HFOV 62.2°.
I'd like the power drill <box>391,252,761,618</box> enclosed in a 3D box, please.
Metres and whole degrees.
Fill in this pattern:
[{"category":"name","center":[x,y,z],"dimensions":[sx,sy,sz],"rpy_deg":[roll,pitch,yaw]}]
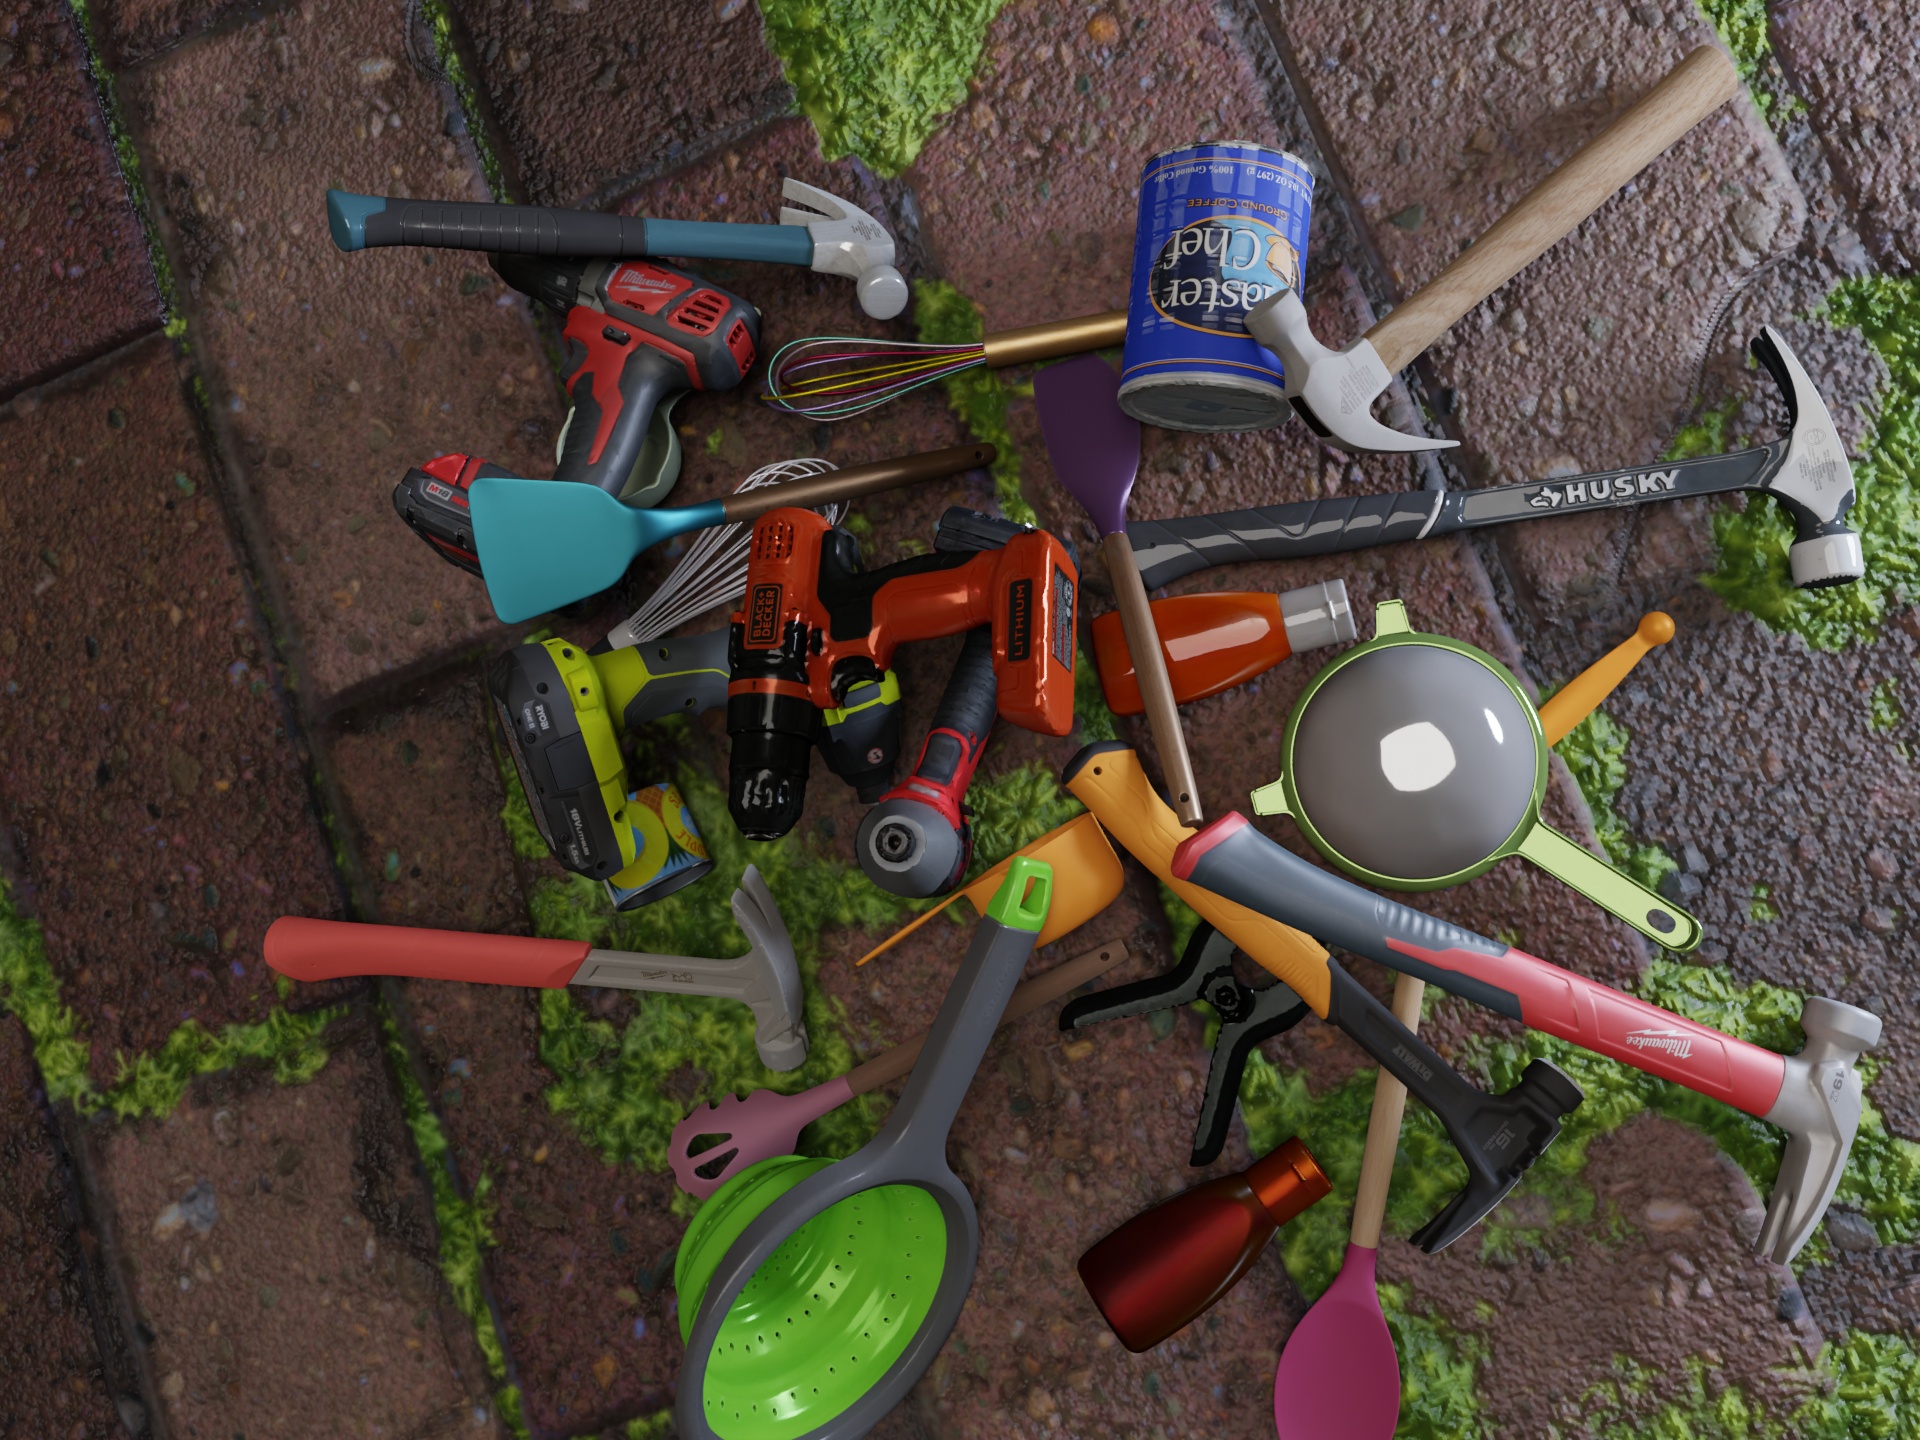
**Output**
[{"category":"power drill","center":[-0.251,-0.197,0.976],"dimensions":[0.188,0.080,0.227],"rpy_deg":[25,76,14]}]

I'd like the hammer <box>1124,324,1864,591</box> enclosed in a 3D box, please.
[{"category":"hammer","center":[0.294,-0.128,0.926],"dimensions":[0.409,0.036,0.149],"rpy_deg":[-6,83,11]}]

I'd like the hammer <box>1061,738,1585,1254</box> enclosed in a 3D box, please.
[{"category":"hammer","center":[0.182,0.140,0.888],"dimensions":[0.337,0.034,0.127],"rpy_deg":[43,85,3]}]

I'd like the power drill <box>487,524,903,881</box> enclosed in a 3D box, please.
[{"category":"power drill","center":[-0.144,-0.001,0.928],"dimensions":[0.223,0.080,0.171],"rpy_deg":[-21,109,-21]}]

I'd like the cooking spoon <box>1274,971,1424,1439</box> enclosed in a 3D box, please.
[{"category":"cooking spoon","center":[0.235,0.274,0.908],"dimensions":[0.069,0.017,0.319],"rpy_deg":[10,87,18]}]

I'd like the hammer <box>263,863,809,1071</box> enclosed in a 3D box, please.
[{"category":"hammer","center":[-0.272,0.142,0.979],"dimensions":[0.359,0.037,0.149],"rpy_deg":[2,129,16]}]

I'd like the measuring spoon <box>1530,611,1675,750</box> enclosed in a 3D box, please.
[{"category":"measuring spoon","center":[0.364,-0.020,0.913],"dimensions":[0.117,0.011,0.021],"rpy_deg":[-43,79,5]}]

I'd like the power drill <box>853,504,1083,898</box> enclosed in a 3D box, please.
[{"category":"power drill","center":[-0.001,-0.003,0.917],"dimensions":[0.078,0.143,0.220],"rpy_deg":[18,86,9]}]

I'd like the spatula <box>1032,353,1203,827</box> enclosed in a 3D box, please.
[{"category":"spatula","center":[0.098,-0.085,0.929],"dimensions":[0.060,0.018,0.316],"rpy_deg":[-15,66,9]}]

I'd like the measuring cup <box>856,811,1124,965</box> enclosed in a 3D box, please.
[{"category":"measuring cup","center":[0.018,0.119,0.936],"dimensions":[0.173,0.095,0.052],"rpy_deg":[-34,87,16]}]

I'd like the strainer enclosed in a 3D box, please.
[{"category":"strainer","center":[0.298,0.052,0.886],"dimensions":[0.256,0.069,0.151],"rpy_deg":[35,95,14]}]

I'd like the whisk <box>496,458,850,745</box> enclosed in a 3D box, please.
[{"category":"whisk","center":[-0.185,-0.070,1.006],"dimensions":[0.284,0.070,0.070],"rpy_deg":[-37,79,11]}]

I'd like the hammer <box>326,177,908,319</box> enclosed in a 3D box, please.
[{"category":"hammer","center":[-0.203,-0.290,0.952],"dimensions":[0.331,0.033,0.128],"rpy_deg":[-1,42,-16]}]

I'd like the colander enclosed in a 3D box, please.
[{"category":"colander","center":[-0.061,0.244,0.900],"dimensions":[0.095,0.204,0.397],"rpy_deg":[29,97,43]}]

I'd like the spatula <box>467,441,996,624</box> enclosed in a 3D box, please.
[{"category":"spatula","center":[-0.121,-0.129,0.934],"dimensions":[0.317,0.044,0.082],"rpy_deg":[-16,102,-26]}]

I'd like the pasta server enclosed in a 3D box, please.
[{"category":"pasta server","center":[-0.041,0.208,0.965],"dimensions":[0.316,0.040,0.060],"rpy_deg":[-27,80,3]}]

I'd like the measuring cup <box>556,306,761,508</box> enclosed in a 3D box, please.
[{"category":"measuring cup","center":[-0.186,-0.201,1.027],"dimensions":[0.083,0.038,0.167],"rpy_deg":[41,82,17]}]

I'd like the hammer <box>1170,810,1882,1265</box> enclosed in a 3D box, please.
[{"category":"hammer","center":[0.291,0.156,0.855],"dimensions":[0.386,0.038,0.143],"rpy_deg":[22,84,0]}]

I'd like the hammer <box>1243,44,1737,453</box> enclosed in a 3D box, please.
[{"category":"hammer","center":[0.316,-0.271,0.899],"dimensions":[0.331,0.031,0.130],"rpy_deg":[-40,105,-8]}]

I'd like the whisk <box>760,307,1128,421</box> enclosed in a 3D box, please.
[{"category":"whisk","center":[-0.006,-0.227,0.992],"dimensions":[0.245,0.047,0.051],"rpy_deg":[-10,82,5]}]
